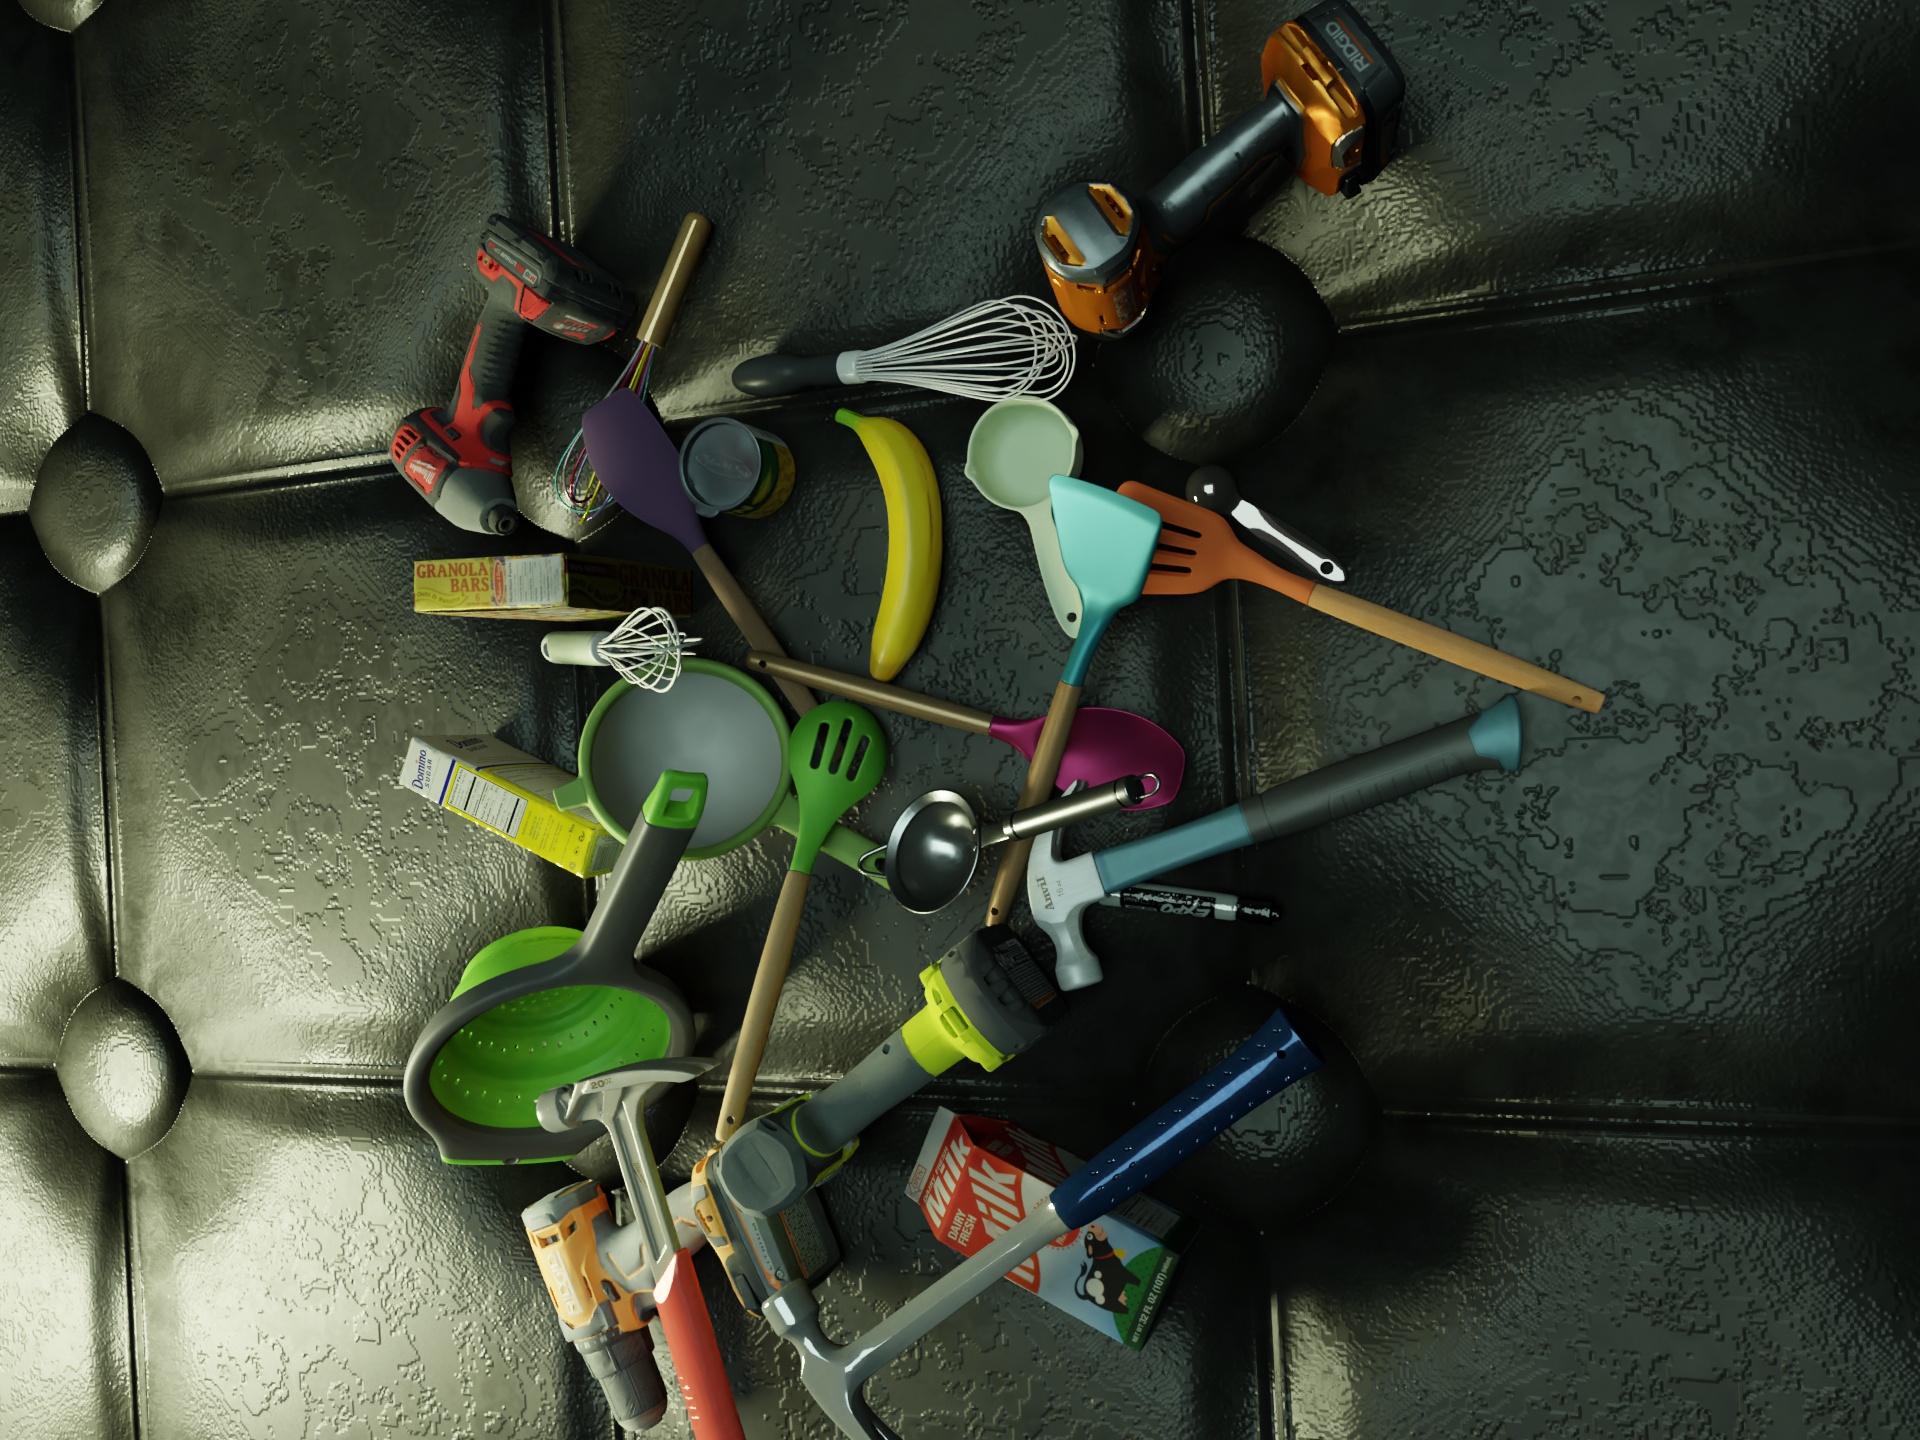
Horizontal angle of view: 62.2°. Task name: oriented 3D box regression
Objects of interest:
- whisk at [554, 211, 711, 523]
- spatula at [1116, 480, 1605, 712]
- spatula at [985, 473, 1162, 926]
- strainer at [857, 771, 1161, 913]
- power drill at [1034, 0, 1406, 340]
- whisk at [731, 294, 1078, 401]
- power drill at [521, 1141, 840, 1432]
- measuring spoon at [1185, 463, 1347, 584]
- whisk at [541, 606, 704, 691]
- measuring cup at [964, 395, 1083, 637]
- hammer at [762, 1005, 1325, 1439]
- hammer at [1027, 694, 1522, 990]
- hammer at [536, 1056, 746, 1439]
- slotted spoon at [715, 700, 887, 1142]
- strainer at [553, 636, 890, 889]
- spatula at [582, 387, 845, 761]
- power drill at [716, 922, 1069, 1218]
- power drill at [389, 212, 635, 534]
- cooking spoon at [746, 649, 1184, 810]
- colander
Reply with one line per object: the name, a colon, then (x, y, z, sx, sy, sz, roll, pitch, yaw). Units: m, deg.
whisk: (-0.242, -0.261, 1.186, 0.051, 0.047, 0.245, 24, 95, 7)
spatula: (0.242, -0.067, 1.000, 0.323, 0.041, 0.081, 23, 122, 17)
spatula: (0.059, -0.001, 1.042, 0.082, 0.044, 0.317, 25, 110, 26)
strainer: (0.033, 0.072, 1.033, 0.258, 0.050, 0.087, -22, 60, 44)
power drill: (0.155, -0.322, 0.983, 0.226, 0.164, 0.084, -34, 79, 5)
whisk: (-0.046, -0.243, 1.088, 0.285, 0.070, 0.070, 2, 92, 33)
power drill: (-0.201, 0.409, 1.158, 0.226, 0.084, 0.185, -25, 84, 23)
measuring spoon: (0.197, -0.125, 1.028, 0.124, 0.018, 0.034, 37, 103, 16)
whisk: (-0.248, -0.052, 1.127, 0.246, 0.059, 0.058, 5, 106, 57)
measuring cup: (0.059, -0.136, 1.073, 0.083, 0.038, 0.167, -18, 86, 20)
hammer: (0.059, 0.320, 0.998, 0.405, 0.035, 0.144, -40, 75, 14)
hammer: (0.196, 0.062, 1.011, 0.331, 0.033, 0.128, -21, 79, 15)
hammer: (-0.180, 0.410, 1.086, 0.149, 0.036, 0.359, -17, 89, 28)
slotted spoon: (-0.114, 0.129, 1.080, 0.070, 0.031, 0.314, 17, 73, -7)
strainer: (-0.150, 0.060, 1.145, 0.256, 0.069, 0.151, 29, 69, 1)
spatula: (-0.176, -0.102, 1.152, 0.060, 0.018, 0.316, -35, 86, 0)
power drill: (-0.042, 0.232, 1.055, 0.223, 0.171, 0.080, -38, 79, 8)
power drill: (-0.340, -0.249, 1.191, 0.143, 0.078, 0.219, 41, 108, 33)
cooking spoon: (-0.002, -0.003, 1.093, 0.319, 0.017, 0.068, 15, 106, 14)
colander: (-0.268, 0.158, 1.119, 0.397, 0.204, 0.095, -60, 39, 31)
